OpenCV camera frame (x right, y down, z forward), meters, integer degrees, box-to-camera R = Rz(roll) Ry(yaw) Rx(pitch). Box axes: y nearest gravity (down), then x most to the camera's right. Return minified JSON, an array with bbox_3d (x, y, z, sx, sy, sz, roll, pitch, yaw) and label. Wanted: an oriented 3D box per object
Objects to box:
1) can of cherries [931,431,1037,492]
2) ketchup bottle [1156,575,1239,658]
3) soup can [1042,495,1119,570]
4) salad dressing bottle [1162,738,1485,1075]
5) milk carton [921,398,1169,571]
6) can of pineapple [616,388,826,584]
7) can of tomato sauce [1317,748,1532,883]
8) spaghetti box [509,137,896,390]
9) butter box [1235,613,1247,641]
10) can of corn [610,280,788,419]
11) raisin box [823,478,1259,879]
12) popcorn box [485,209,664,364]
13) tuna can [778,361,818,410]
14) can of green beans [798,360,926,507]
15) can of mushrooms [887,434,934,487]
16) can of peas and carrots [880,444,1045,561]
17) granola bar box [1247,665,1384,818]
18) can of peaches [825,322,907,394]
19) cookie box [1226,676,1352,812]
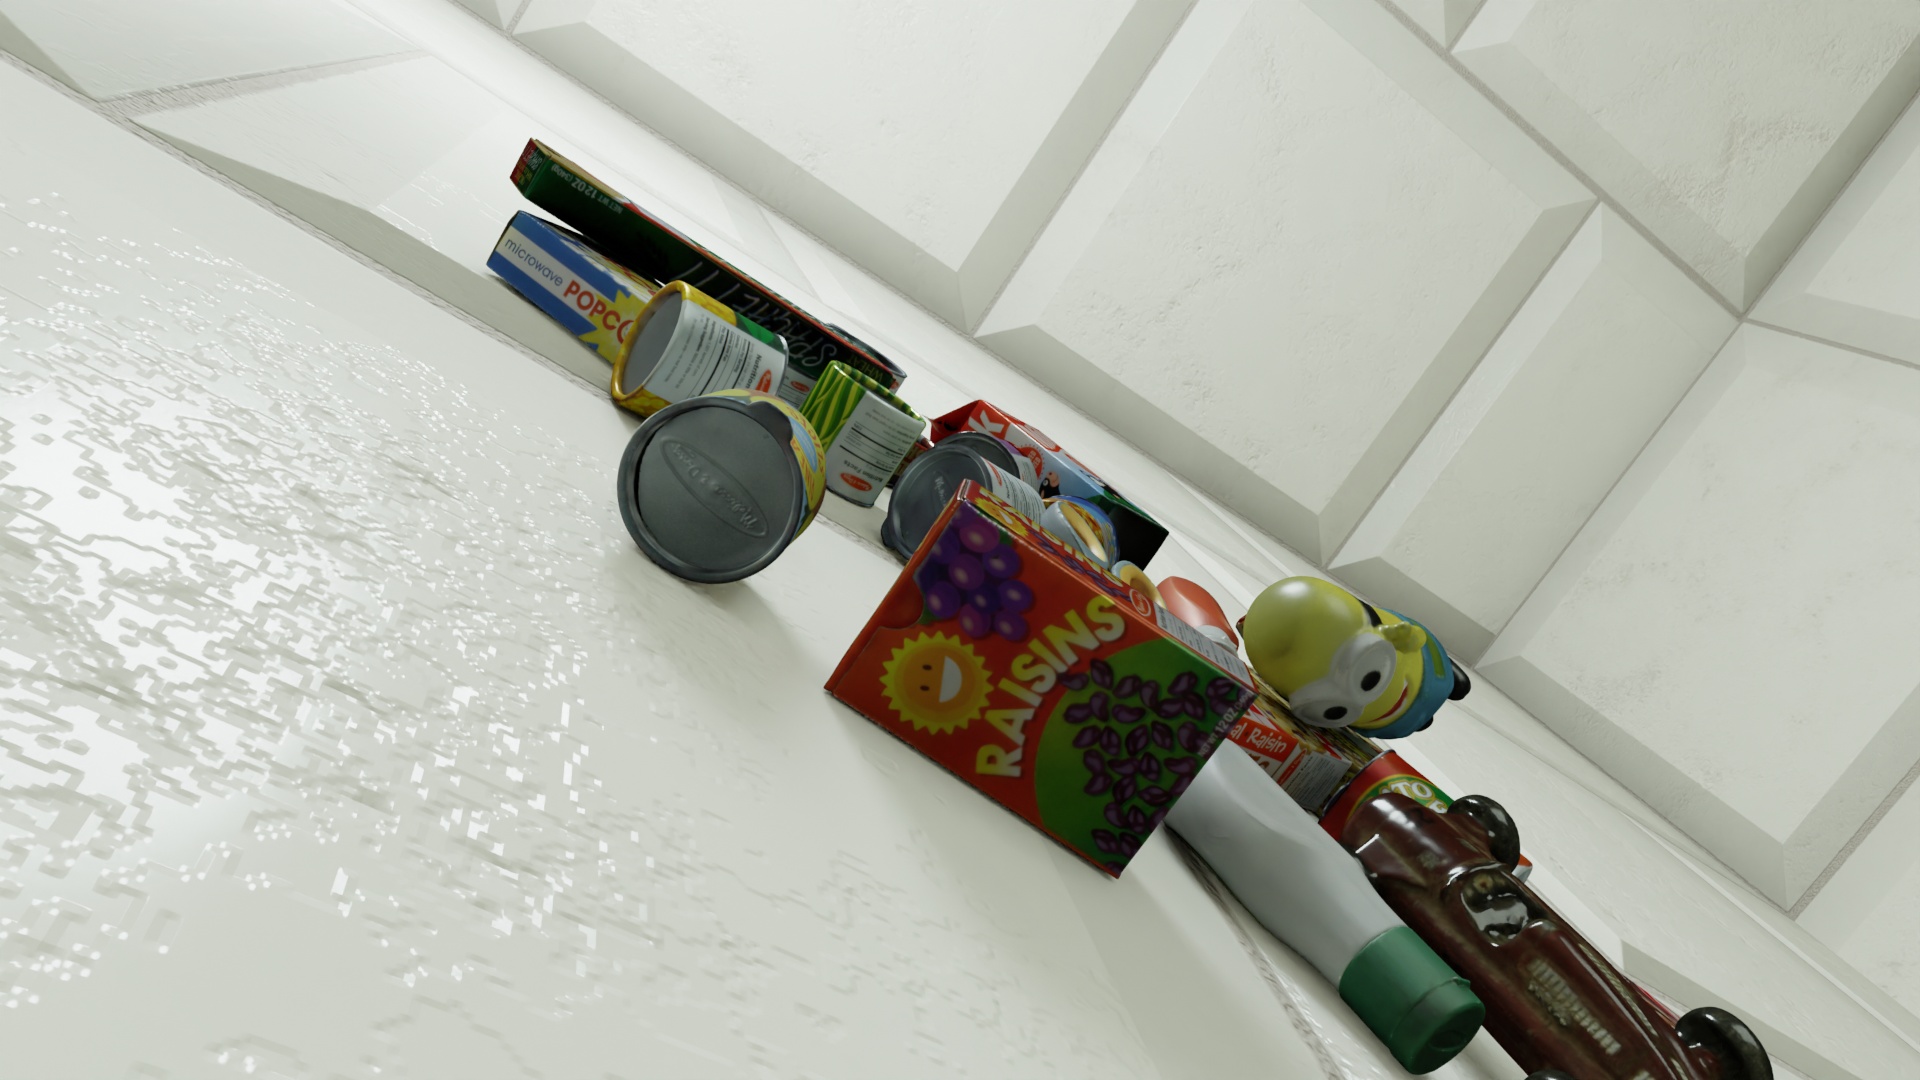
[{"bbox_3d":[0.009,-0.035,0.877,0.071,0.071,0.058,36,10,11],"label":"can of cherries"},{"bbox_3d":[0.165,0.066,0.959,0.065,0.043,0.149,40,10,-5],"label":"ketchup bottle"},{"bbox_3d":[0.059,0.008,0.826,0.071,0.071,0.084,36,11,9],"label":"soup can"},{"bbox_3d":[0.136,0.138,0.540,0.064,0.044,0.148,28,13,-43],"label":"salad dressing bottle"},{"bbox_3d":[0.046,-0.035,0.968,0.072,0.073,0.191,23,15,-47],"label":"milk carton"},{"bbox_3d":[-0.084,-0.023,0.510,0.071,0.071,0.058,34,10,-3],"label":"can of pineapple"},{"bbox_3d":[0.222,0.153,0.672,0.083,0.071,0.071,41,12,30],"label":"can of tomato sauce"},{"bbox_3d":[-0.143,-0.150,0.811,0.250,0.028,0.050,30,10,-35],"label":"spaghetti box"},{"bbox_3d":[0.231,0.096,0.983,0.103,0.024,0.053,59,12,6],"label":"butter box"},{"bbox_3d":[-0.127,-0.082,0.666,0.058,0.071,0.071,28,12,-33],"label":"can of corn"},{"bbox_3d":[0.028,0.048,0.488,0.123,0.086,0.040,34,14,-4],"label":"raisin box"},{"bbox_3d":[-0.182,-0.124,0.753,0.127,0.038,0.085,37,9,14],"label":"popcorn box"},{"bbox_3d":[-0.123,-0.108,0.883,0.071,0.032,0.071,33,10,-6],"label":"tuna can"},{"bbox_3d":[-0.062,-0.061,0.791,0.071,0.057,0.071,33,10,-6],"label":"can of green beans"},{"bbox_3d":[-0.047,-0.060,0.905,0.071,0.033,0.071,34,9,-6],"label":"can of mushrooms"},{"bbox_3d":[0.003,-0.009,0.738,0.071,0.071,0.058,42,9,38],"label":"can of peas and carrots"},{"bbox_3d":[0.241,0.147,0.840,0.124,0.039,0.166,25,14,-43],"label":"granola bar box"},{"bbox_3d":[-0.080,-0.108,0.949,0.071,0.058,0.071,33,10,-6],"label":"can of peaches"},{"bbox_3d":[0.125,0.082,0.767,0.167,0.040,0.123,25,14,-43],"label":"cookie box"}]
